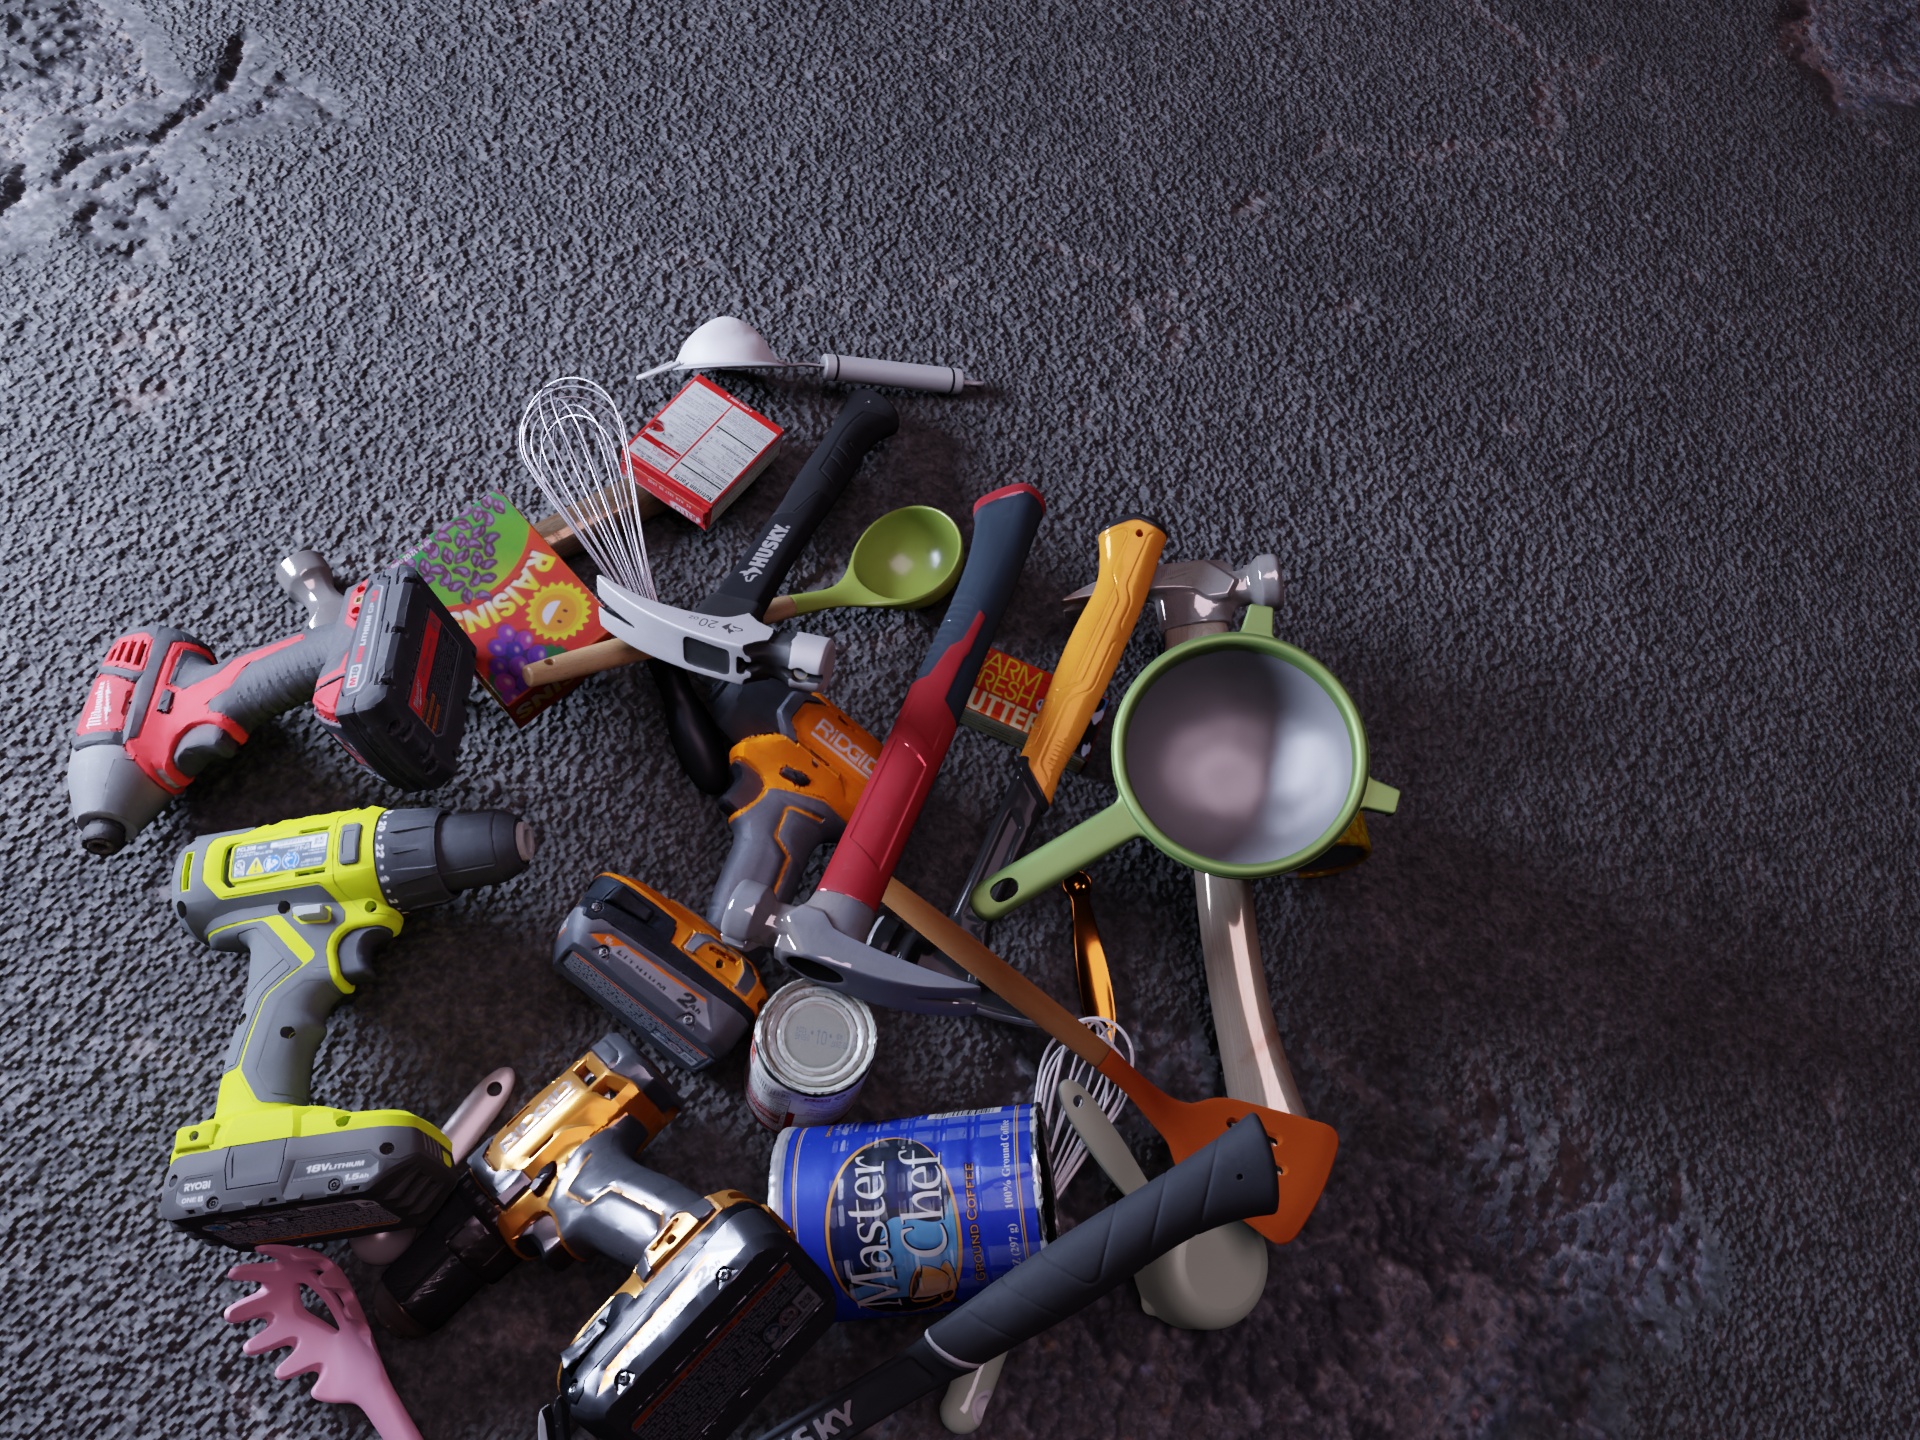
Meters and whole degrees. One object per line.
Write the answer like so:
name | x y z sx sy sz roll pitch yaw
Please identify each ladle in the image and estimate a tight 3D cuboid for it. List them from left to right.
ladle | -0.127 -0.076 1.000 0.320 0.062 0.078 -19 48 -38

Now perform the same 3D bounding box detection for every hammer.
hammer | -0.265 -0.120 1.052 0.331 0.031 0.130 -31 73 -25
hammer | -0.109 -0.133 1.023 0.146 0.035 0.335 12 38 8
hammer | -0.023 0.309 0.771 0.409 0.036 0.149 -33 80 4
hammer | -0.002 -0.003 0.956 0.143 0.038 0.387 18 52 7
hammer | 0.062 0.022 0.995 0.127 0.034 0.337 22 75 8
hammer | 0.154 0.093 0.995 0.146 0.038 0.411 -7 70 8

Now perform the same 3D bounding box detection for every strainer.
strainer | -0.102 -0.257 1.142 0.258 0.087 0.050 1 100 -23
strainer | 0.119 0.054 0.951 0.256 0.069 0.152 -30 73 -5

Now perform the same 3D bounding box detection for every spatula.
spatula | 0.066 0.173 0.904 0.322 0.041 0.081 37 54 3

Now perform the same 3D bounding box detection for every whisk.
whisk | -0.206 -0.086 1.007 0.070 0.070 0.284 -22 86 -21
whisk | 0.041 0.281 0.906 0.059 0.057 0.246 7 59 31

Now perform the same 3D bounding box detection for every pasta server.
pasta server | -0.259 0.391 0.785 0.060 0.040 0.316 -42 77 11

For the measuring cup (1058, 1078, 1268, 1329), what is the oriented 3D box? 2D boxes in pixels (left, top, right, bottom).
measuring cup | 0.113 0.269 0.898 0.083 0.038 0.167 -39 96 -30

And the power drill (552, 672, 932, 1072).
power drill | -0.137 0.072 0.940 0.164 0.084 0.226 40 59 -6

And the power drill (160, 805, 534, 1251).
power drill | -0.325 0.150 0.848 0.190 0.080 0.229 -9 59 1

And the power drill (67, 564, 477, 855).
power drill | -0.395 -0.002 0.896 0.219 0.078 0.143 -11 51 11

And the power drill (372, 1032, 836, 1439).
power drill | -0.186 0.271 0.785 0.185 0.084 0.226 -44 37 -17

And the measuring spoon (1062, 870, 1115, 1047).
measuring spoon | 0.080 0.150 1.000 0.021 0.011 0.117 -3 67 -14

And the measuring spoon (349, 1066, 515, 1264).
measuring spoon | -0.286 0.239 0.869 0.034 0.018 0.124 32 60 6
